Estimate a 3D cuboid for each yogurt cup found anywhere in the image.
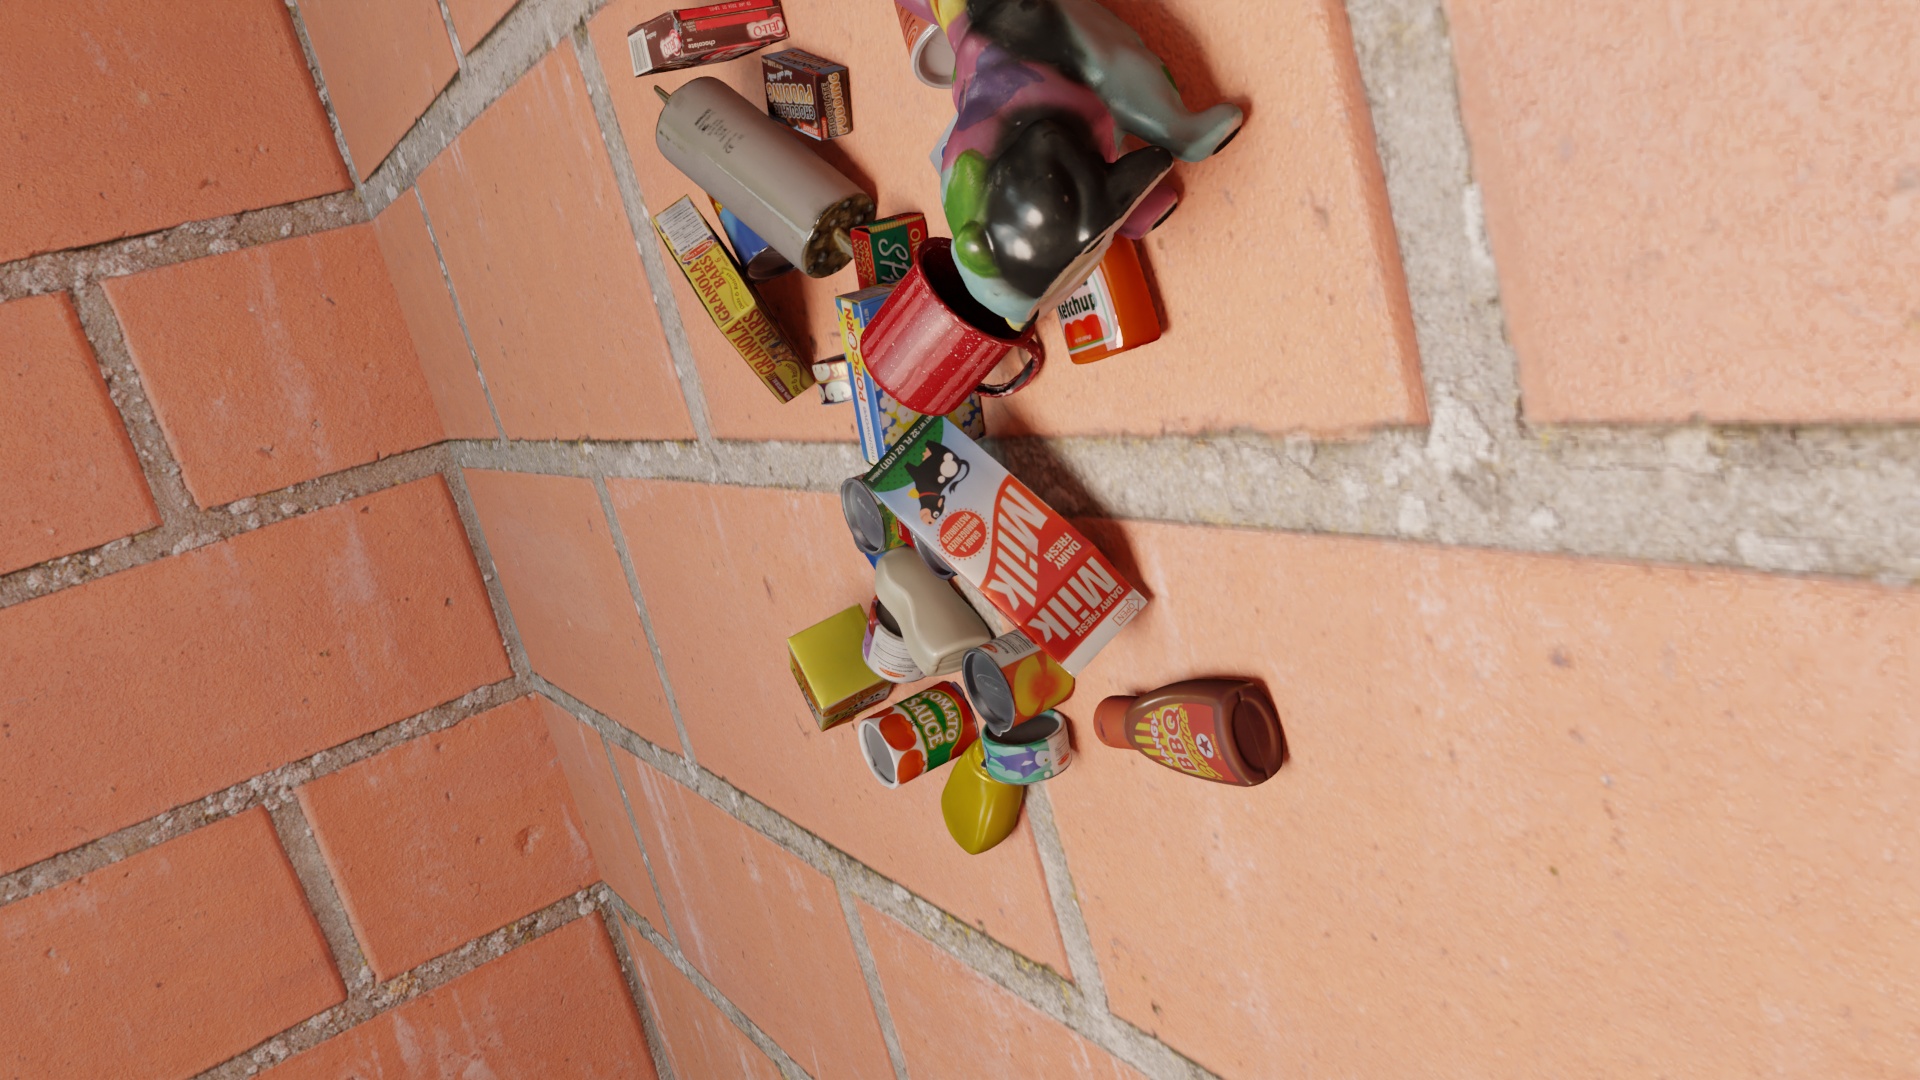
[{"bbox_3d":[-0.006,-0.311,0.825,0.054,0.072,0.072,68,153,19],"label":"yogurt cup"}]

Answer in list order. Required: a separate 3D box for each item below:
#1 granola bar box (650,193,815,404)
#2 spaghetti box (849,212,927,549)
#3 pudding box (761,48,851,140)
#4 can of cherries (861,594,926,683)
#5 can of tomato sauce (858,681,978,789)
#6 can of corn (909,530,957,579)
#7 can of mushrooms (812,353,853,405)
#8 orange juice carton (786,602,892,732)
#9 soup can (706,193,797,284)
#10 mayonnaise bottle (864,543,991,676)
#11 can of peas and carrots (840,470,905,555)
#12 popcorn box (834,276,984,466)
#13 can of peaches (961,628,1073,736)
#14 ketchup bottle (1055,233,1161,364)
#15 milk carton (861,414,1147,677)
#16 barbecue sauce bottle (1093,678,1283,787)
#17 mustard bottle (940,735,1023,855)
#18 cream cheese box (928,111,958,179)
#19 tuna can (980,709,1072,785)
[{"bbox_3d":[-0.189,-0.199,1.173,0.124,0.039,0.165,57,-179,20],"label":"granola bar box"},{"bbox_3d":[-0.036,-0.116,1.030,0.029,0.050,0.249,25,130,51],"label":"spaghetti box"},{"bbox_3d":[-0.115,-0.333,1.037,0.084,0.030,0.049,37,141,45],"label":"pudding box"},{"bbox_3d":[-0.047,0.075,1.170,0.072,0.072,0.058,51,148,29],"label":"can of cherries"},{"bbox_3d":[-0.037,0.166,1.195,0.071,0.083,0.070,40,142,42],"label":"can of tomato sauce"},{"bbox_3d":[0.004,-0.013,1.023,0.071,0.058,0.070,40,141,42],"label":"can of corn"},{"bbox_3d":[-0.080,-0.129,1.079,0.071,0.071,0.033,8,115,59],"label":"can of mushrooms"},{"bbox_3d":[-0.112,0.123,1.284,0.072,0.073,0.192,62,168,11],"label":"orange juice carton"},{"bbox_3d":[-0.164,-0.263,1.133,0.084,0.071,0.071,63,152,10],"label":"soup can"},{"bbox_3d":[-0.036,0.043,1.134,0.148,0.065,0.041,54,141,32],"label":"mayonnaise bottle"},{"bbox_3d":[-0.055,-0.026,1.118,0.071,0.059,0.070,41,143,42],"label":"can of peas and carrots"},{"bbox_3d":[-0.034,-0.121,0.985,0.038,0.085,0.126,27,132,53],"label":"popcorn box"},{"bbox_3d":[0.043,0.103,1.036,0.071,0.058,0.071,39,141,41],"label":"can of peaches"},{"bbox_3d":[0.069,-0.179,0.806,0.064,0.044,0.148,-7,103,62],"label":"ketchup bottle"},{"bbox_3d":[0.031,0.003,0.925,0.191,0.072,0.073,43,177,19],"label":"milk carton"},{"bbox_3d":[0.141,0.120,0.891,0.148,0.044,0.064,-7,104,62],"label":"barbecue sauce bottle"},{"bbox_3d":[0.024,0.200,1.149,0.065,0.049,0.159,52,148,27],"label":"mustard bottle"},{"bbox_3d":[0.020,-0.220,0.884,0.104,0.024,0.053,63,150,10],"label":"cream cheese box"},{"bbox_3d":[0.047,0.155,1.054,0.071,0.071,0.032,19,124,55],"label":"tuna can"}]
